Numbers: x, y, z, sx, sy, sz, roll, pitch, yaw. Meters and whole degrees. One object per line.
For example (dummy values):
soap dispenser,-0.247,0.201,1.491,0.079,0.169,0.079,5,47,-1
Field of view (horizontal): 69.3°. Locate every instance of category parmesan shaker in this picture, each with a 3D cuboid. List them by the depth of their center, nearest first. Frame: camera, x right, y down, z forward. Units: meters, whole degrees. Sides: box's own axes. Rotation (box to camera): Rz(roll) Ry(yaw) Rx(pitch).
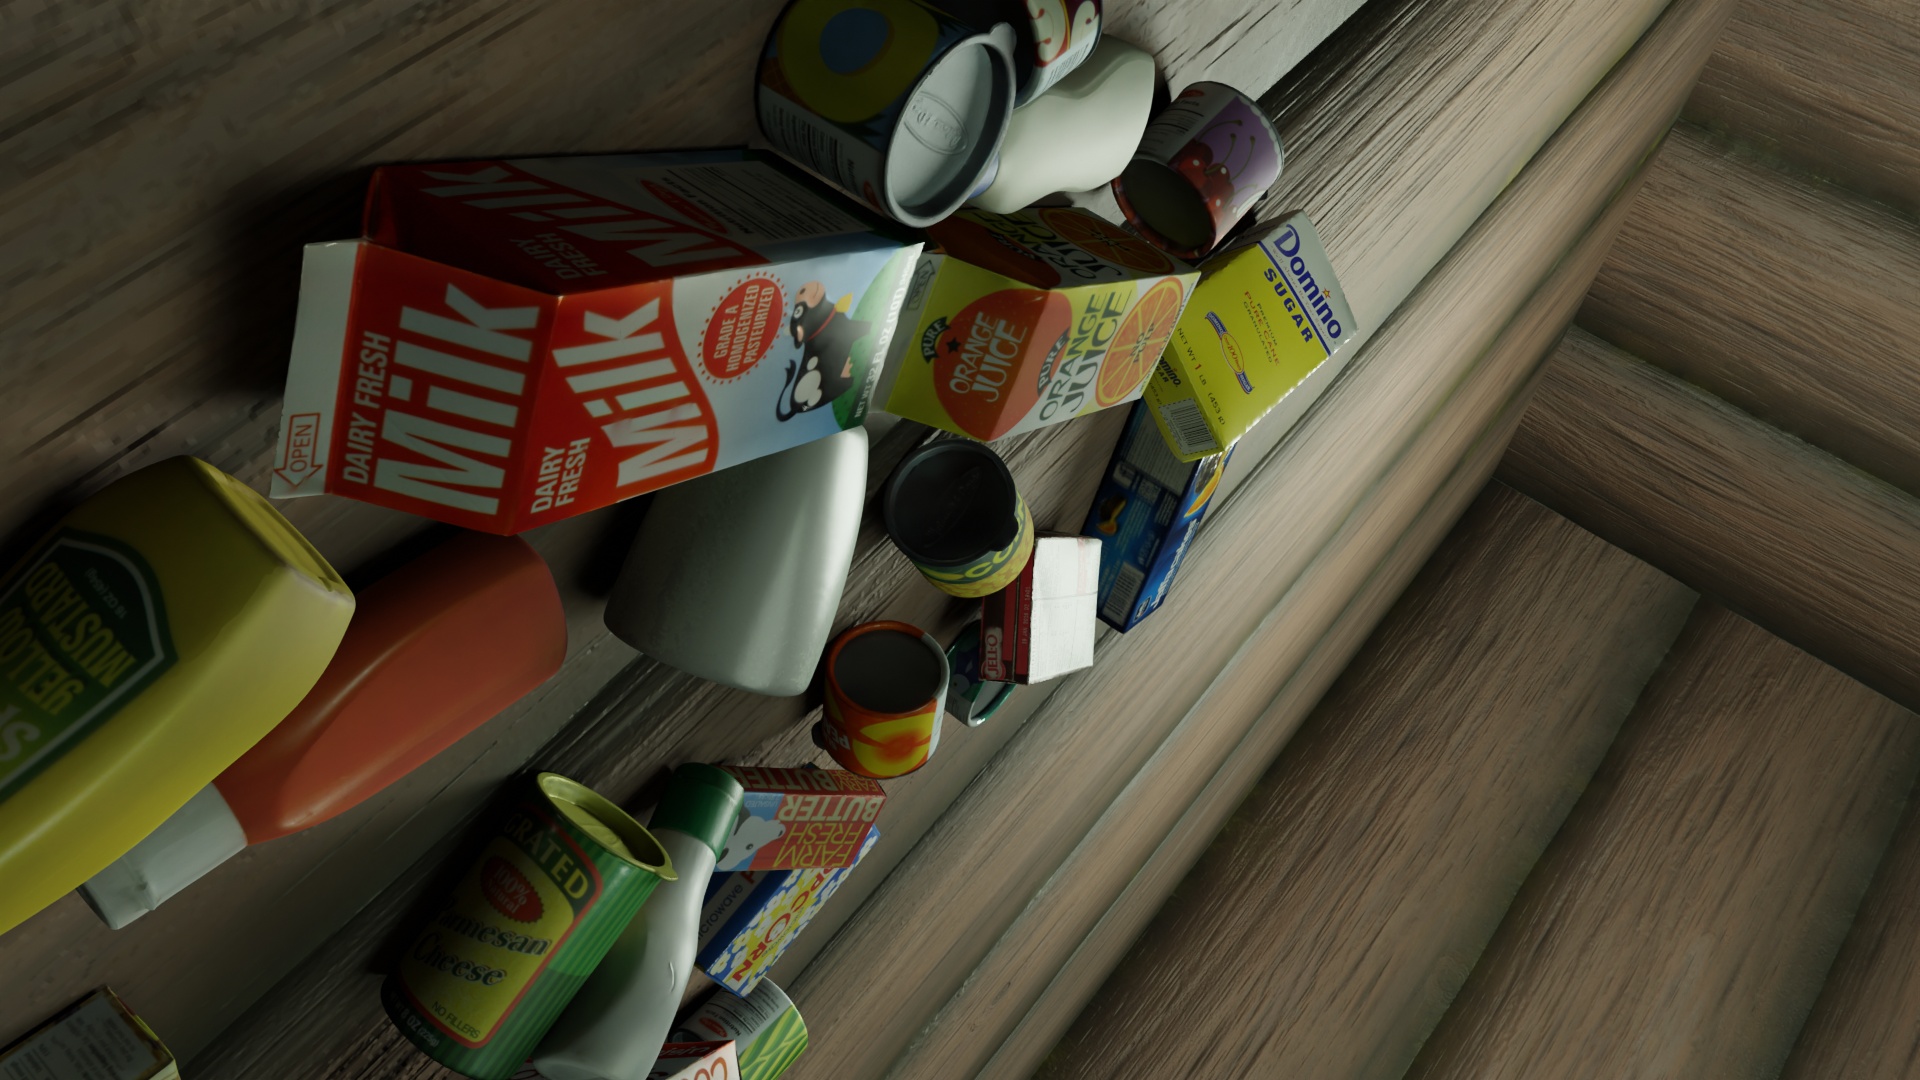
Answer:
parmesan shaker,-0.172,0.156,0.559,0.103,0.071,0.071,-54,159,-5

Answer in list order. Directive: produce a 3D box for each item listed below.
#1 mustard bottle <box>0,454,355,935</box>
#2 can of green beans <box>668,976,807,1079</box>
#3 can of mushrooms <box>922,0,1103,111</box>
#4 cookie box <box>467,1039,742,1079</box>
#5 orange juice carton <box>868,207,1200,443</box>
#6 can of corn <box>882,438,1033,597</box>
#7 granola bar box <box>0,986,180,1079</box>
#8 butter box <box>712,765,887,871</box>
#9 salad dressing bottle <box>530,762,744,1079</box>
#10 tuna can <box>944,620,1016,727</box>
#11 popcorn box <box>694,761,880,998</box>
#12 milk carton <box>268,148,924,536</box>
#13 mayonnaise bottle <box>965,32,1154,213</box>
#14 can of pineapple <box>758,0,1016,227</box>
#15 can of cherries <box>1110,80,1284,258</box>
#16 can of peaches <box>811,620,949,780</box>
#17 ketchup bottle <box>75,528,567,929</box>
mustard bottle,-0.220,0.053,0.323,0.160,0.065,0.048,-47,162,-11
can of green beans,-0.138,0.313,0.866,0.058,0.071,0.070,-36,151,-42
can of mushrooms,0.011,-0.184,0.471,0.033,0.071,0.070,-44,156,-25
cookie box,-0.193,0.267,0.616,0.167,0.123,0.040,5,76,-66
orange juice carton,0.025,-0.098,0.609,0.193,0.073,0.071,-21,140,-55
can of corn,0.002,-0.009,0.693,0.071,0.071,0.058,-53,159,-7
granola bar box,-0.303,0.235,0.439,0.125,0.039,0.164,-36,151,-41
butter box,-0.093,0.146,0.727,0.103,0.024,0.053,10,114,-41
salad dressing bottle,-0.138,0.169,0.619,0.064,0.044,0.148,-23,-146,38
tuna can,0.014,0.085,0.906,0.071,0.033,0.070,-44,156,-26
popcorn box,-0.107,0.198,0.806,0.127,0.038,0.085,-48,156,-17
milk carton,-0.101,-0.061,0.394,0.191,0.073,0.072,-24,143,-53
mayonnaise bottle,0.022,-0.163,0.556,0.149,0.041,0.064,-31,146,-45
can of pineapple,-0.023,-0.147,0.458,0.071,0.058,0.070,-45,157,-26
can of cherries,0.119,-0.182,0.691,0.058,0.071,0.071,-48,157,-19
can of peaches,-0.043,0.085,0.742,0.071,0.071,0.057,-40,154,-35
ketchup bottle,-0.189,0.054,0.415,0.149,0.043,0.064,-38,152,-38
